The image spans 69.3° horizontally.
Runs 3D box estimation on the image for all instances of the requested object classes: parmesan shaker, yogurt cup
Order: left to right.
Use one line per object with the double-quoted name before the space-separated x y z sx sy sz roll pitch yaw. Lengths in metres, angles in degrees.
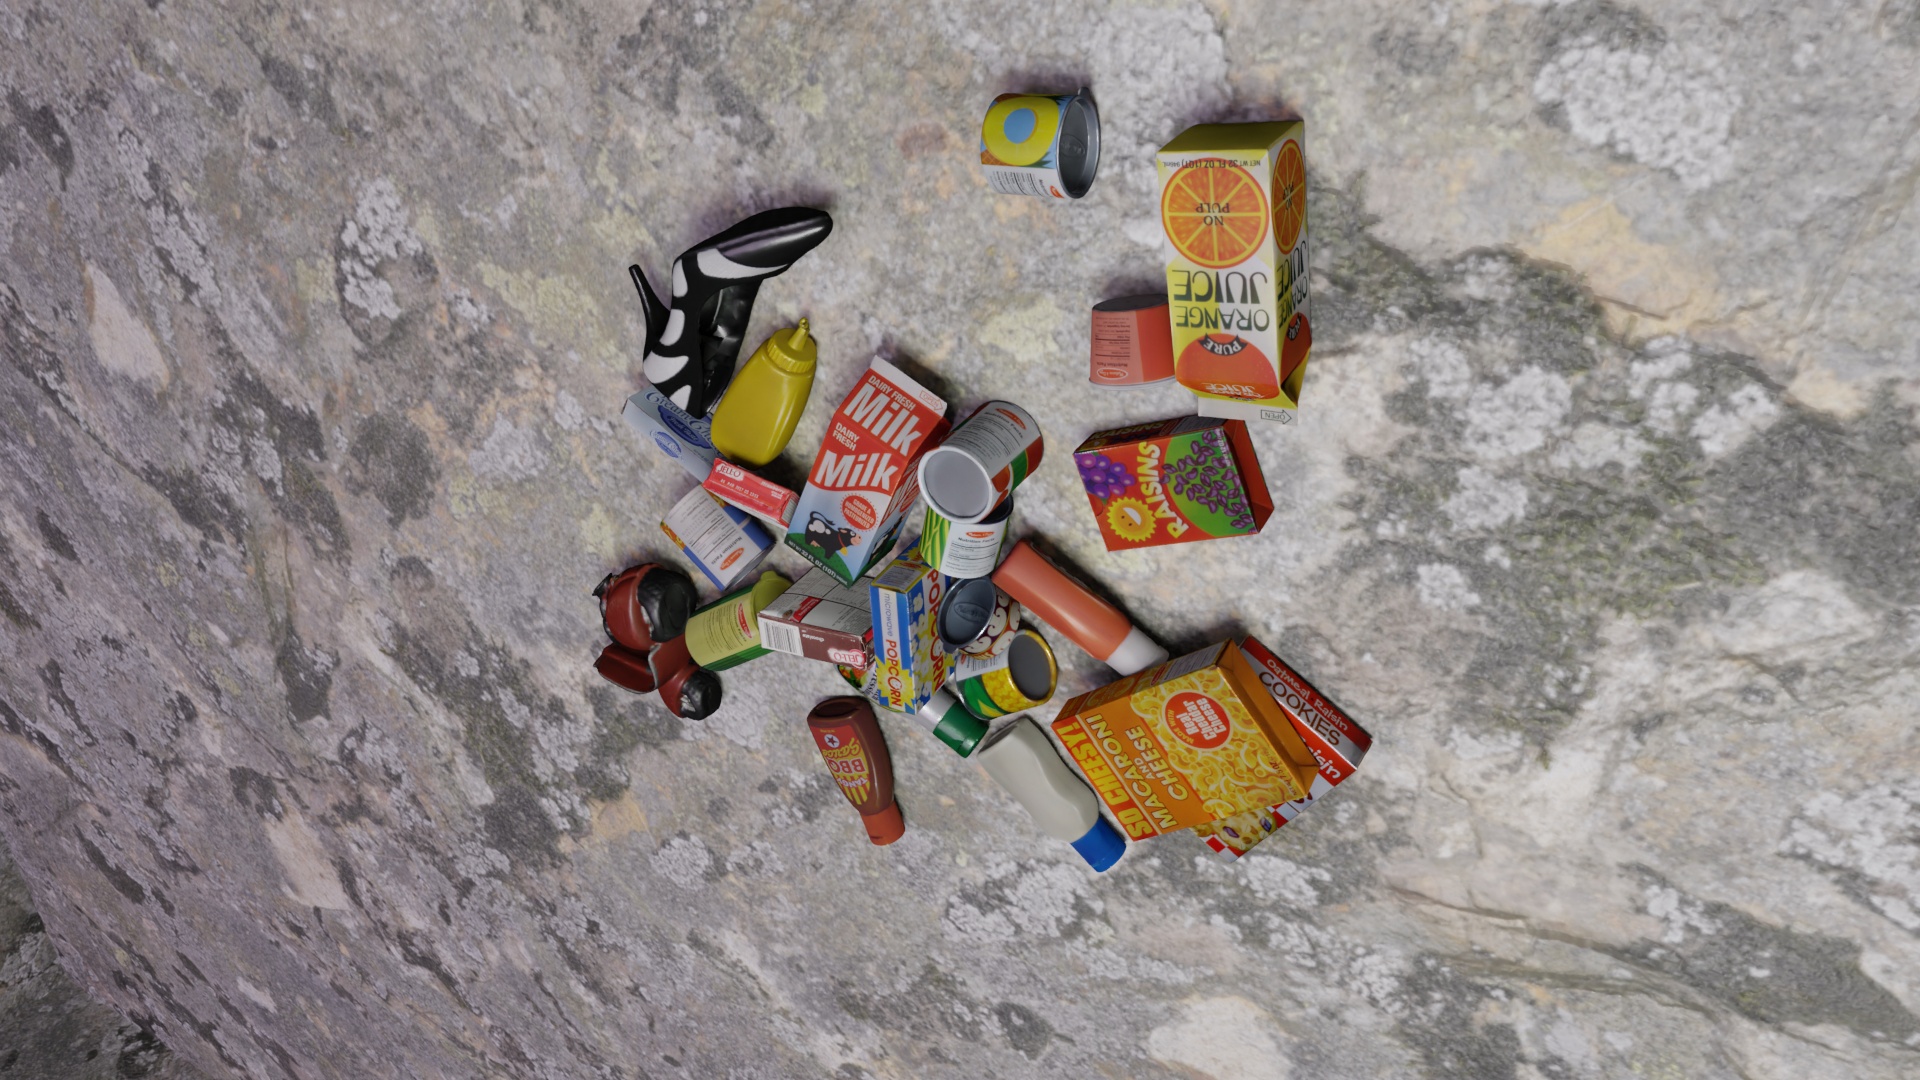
"parmesan shaker" -0.199 0.075 1.286 0.103 0.072 0.071 -22 105 41
"yogurt cup" 0.119 -0.136 0.948 0.072 0.073 0.053 4 112 31

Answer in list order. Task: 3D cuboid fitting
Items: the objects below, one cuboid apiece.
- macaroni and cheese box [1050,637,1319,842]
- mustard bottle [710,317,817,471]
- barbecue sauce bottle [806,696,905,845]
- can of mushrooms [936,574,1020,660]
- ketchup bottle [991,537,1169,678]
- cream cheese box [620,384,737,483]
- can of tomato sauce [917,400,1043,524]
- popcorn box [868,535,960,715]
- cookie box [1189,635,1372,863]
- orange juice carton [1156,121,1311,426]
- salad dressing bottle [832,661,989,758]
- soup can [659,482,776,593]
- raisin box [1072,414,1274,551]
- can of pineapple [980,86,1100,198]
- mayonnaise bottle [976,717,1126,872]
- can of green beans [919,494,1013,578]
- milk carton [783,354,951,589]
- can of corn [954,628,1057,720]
"macaroni and cheese box" 0.169 0.156 1.060 0.166 0.040 0.123 -27 102 41
"mustard bottle" -0.152 -0.126 1.138 0.065 0.049 0.159 38 131 0
"barbecue sauce bottle" -0.093 0.221 1.322 0.065 0.044 0.148 -5 116 33
"can of mushrooms" 0.014 0.064 1.128 0.071 0.071 0.033 -19 144 39
"ketchup bottle" 0.094 0.058 1.091 0.149 0.043 0.064 38 175 1
"cream cheese box" -0.239 -0.095 1.210 0.104 0.054 0.024 39 130 6
"can of tomato sauce" 0.015 -0.058 1.050 0.071 0.083 0.070 16 125 24
"popcorn box" -0.036 0.070 1.162 0.038 0.085 0.126 13 124 24
"cookie box" 0.219 0.166 1.091 0.123 0.040 0.166 41 133 4
"orange juice carton" 0.178 -0.163 0.886 0.072 0.073 0.191 7 122 29
"salad dressing bottle" -0.043 0.136 1.236 0.148 0.044 0.064 36 133 8
"soup can" -0.217 -0.005 1.247 0.084 0.072 0.071 46 132 0
"raisin box" 0.152 -0.042 1.002 0.123 0.040 0.086 -8 115 36
"can of pineapple" 0.053 -0.261 0.911 0.058 0.071 0.070 11 124 27
"mayonnaise bottle" 0.083 0.225 1.215 0.148 0.041 0.064 47 134 -3
"can of green beans" 0.004 -0.012 1.097 0.071 0.071 0.057 27 130 16
"milk carton" -0.070 -0.058 1.111 0.072 0.074 0.189 35 131 10
"can of corn" 0.040 0.113 1.154 0.058 0.071 0.071 -22 105 40
